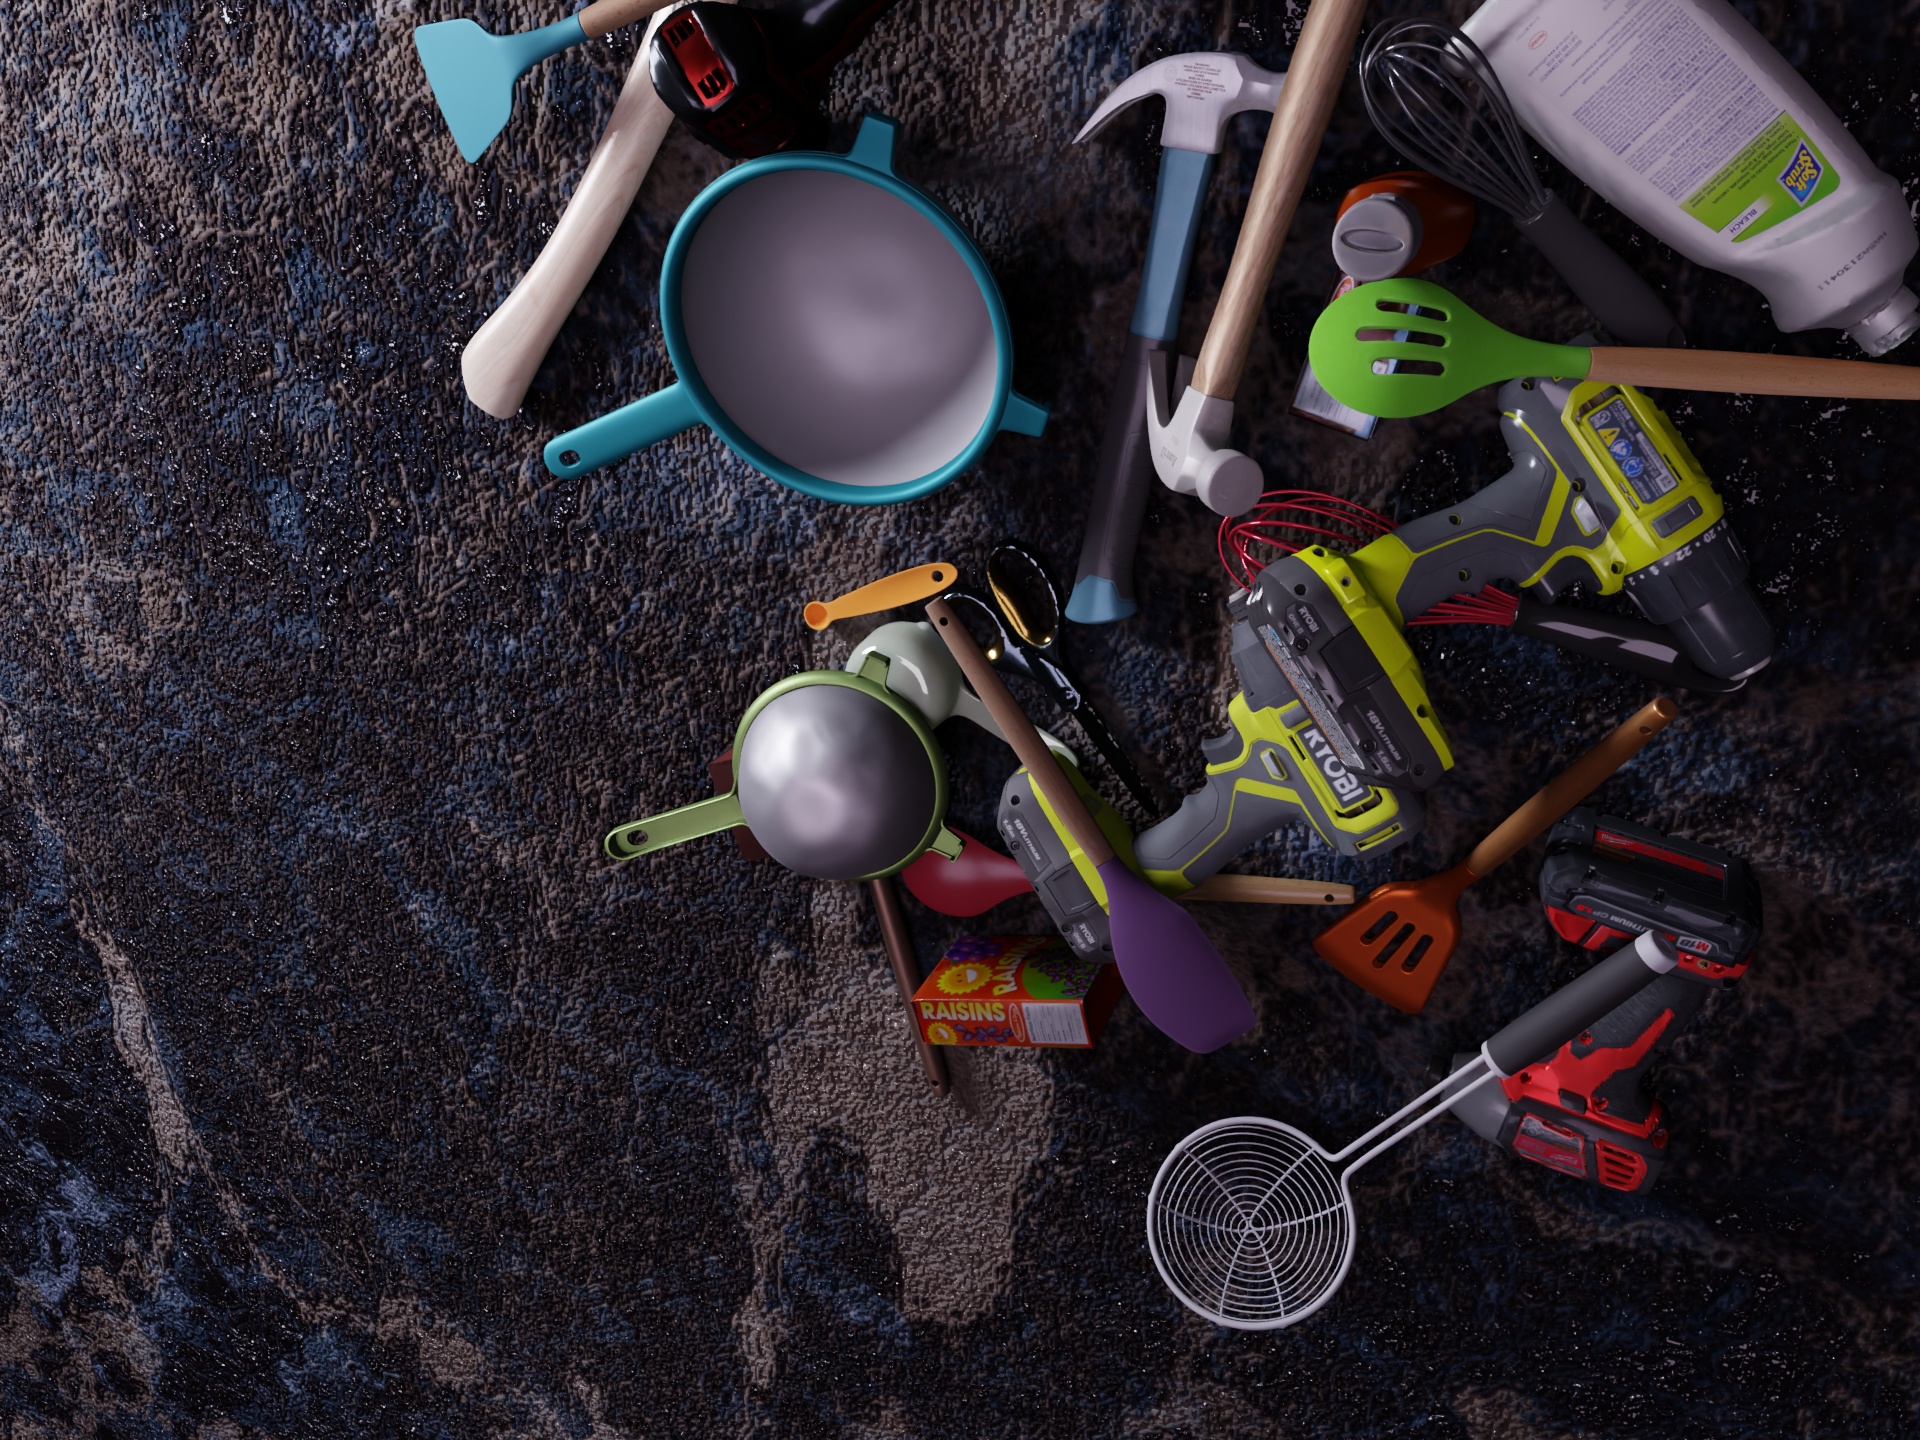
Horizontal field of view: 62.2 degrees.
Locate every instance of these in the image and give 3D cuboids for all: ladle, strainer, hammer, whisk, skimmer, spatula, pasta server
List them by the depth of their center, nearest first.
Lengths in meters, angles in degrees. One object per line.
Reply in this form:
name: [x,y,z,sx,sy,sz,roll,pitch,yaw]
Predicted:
whisk: [0.277,-0.248,0.765,0.238,0.055,0.055,35,125,-24]
hammer: [0.160,-0.273,0.785,0.031,0.130,0.331,11,109,-18]
whisk: [0.286,-0.065,0.876,0.296,0.073,0.073,17,118,10]
spatula: [0.300,0.078,0.895,0.081,0.041,0.322,35,148,7]
hammer: [0.108,-0.206,0.905,0.128,0.033,0.330,17,118,16]
spatula: [-0.189,-0.411,0.913,0.317,0.044,0.082,-13,108,22]
skimmer: [0.253,0.233,0.922,0.363,0.090,0.127,-49,59,35]
spatula: [0.070,0.062,0.938,0.060,0.018,0.316,-32,93,16]
strainer: [-0.112,-0.223,0.957,0.340,0.095,0.210,-15,120,32]
hammer: [-0.202,-0.344,0.983,0.146,0.038,0.410,41,122,1]
strainer: [-0.135,0.062,1.045,0.256,0.069,0.151,-17,105,19]
ladle: [0.100,0.107,1.050,0.315,0.031,0.069,1,112,22]
pasta server: [-0.055,0.134,1.123,0.060,0.040,0.316,-7,110,23]

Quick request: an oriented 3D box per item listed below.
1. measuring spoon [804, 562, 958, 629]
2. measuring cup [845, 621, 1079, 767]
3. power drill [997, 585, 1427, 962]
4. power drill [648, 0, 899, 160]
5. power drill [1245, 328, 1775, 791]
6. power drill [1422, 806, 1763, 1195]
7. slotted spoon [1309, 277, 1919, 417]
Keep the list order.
measuring spoon: [-0.052,-0.083,1.046,0.117,0.011,0.021,-16,103,25]
measuring cup: [-0.002,-0.003,1.038,0.168,0.038,0.083,28,120,13]
power drill: [0.142,0.037,0.962,0.223,0.080,0.171,-31,93,22]
power drill: [-0.044,-0.373,0.841,0.226,0.188,0.080,-31,91,13]
power drill: [0.283,-0.062,0.813,0.228,0.080,0.190,-33,89,1]
power drill: [0.365,0.170,0.931,0.143,0.078,0.219,18,121,17]
slotted spoon: [0.328,-0.173,0.768,0.313,0.031,0.070,4,84,0]
